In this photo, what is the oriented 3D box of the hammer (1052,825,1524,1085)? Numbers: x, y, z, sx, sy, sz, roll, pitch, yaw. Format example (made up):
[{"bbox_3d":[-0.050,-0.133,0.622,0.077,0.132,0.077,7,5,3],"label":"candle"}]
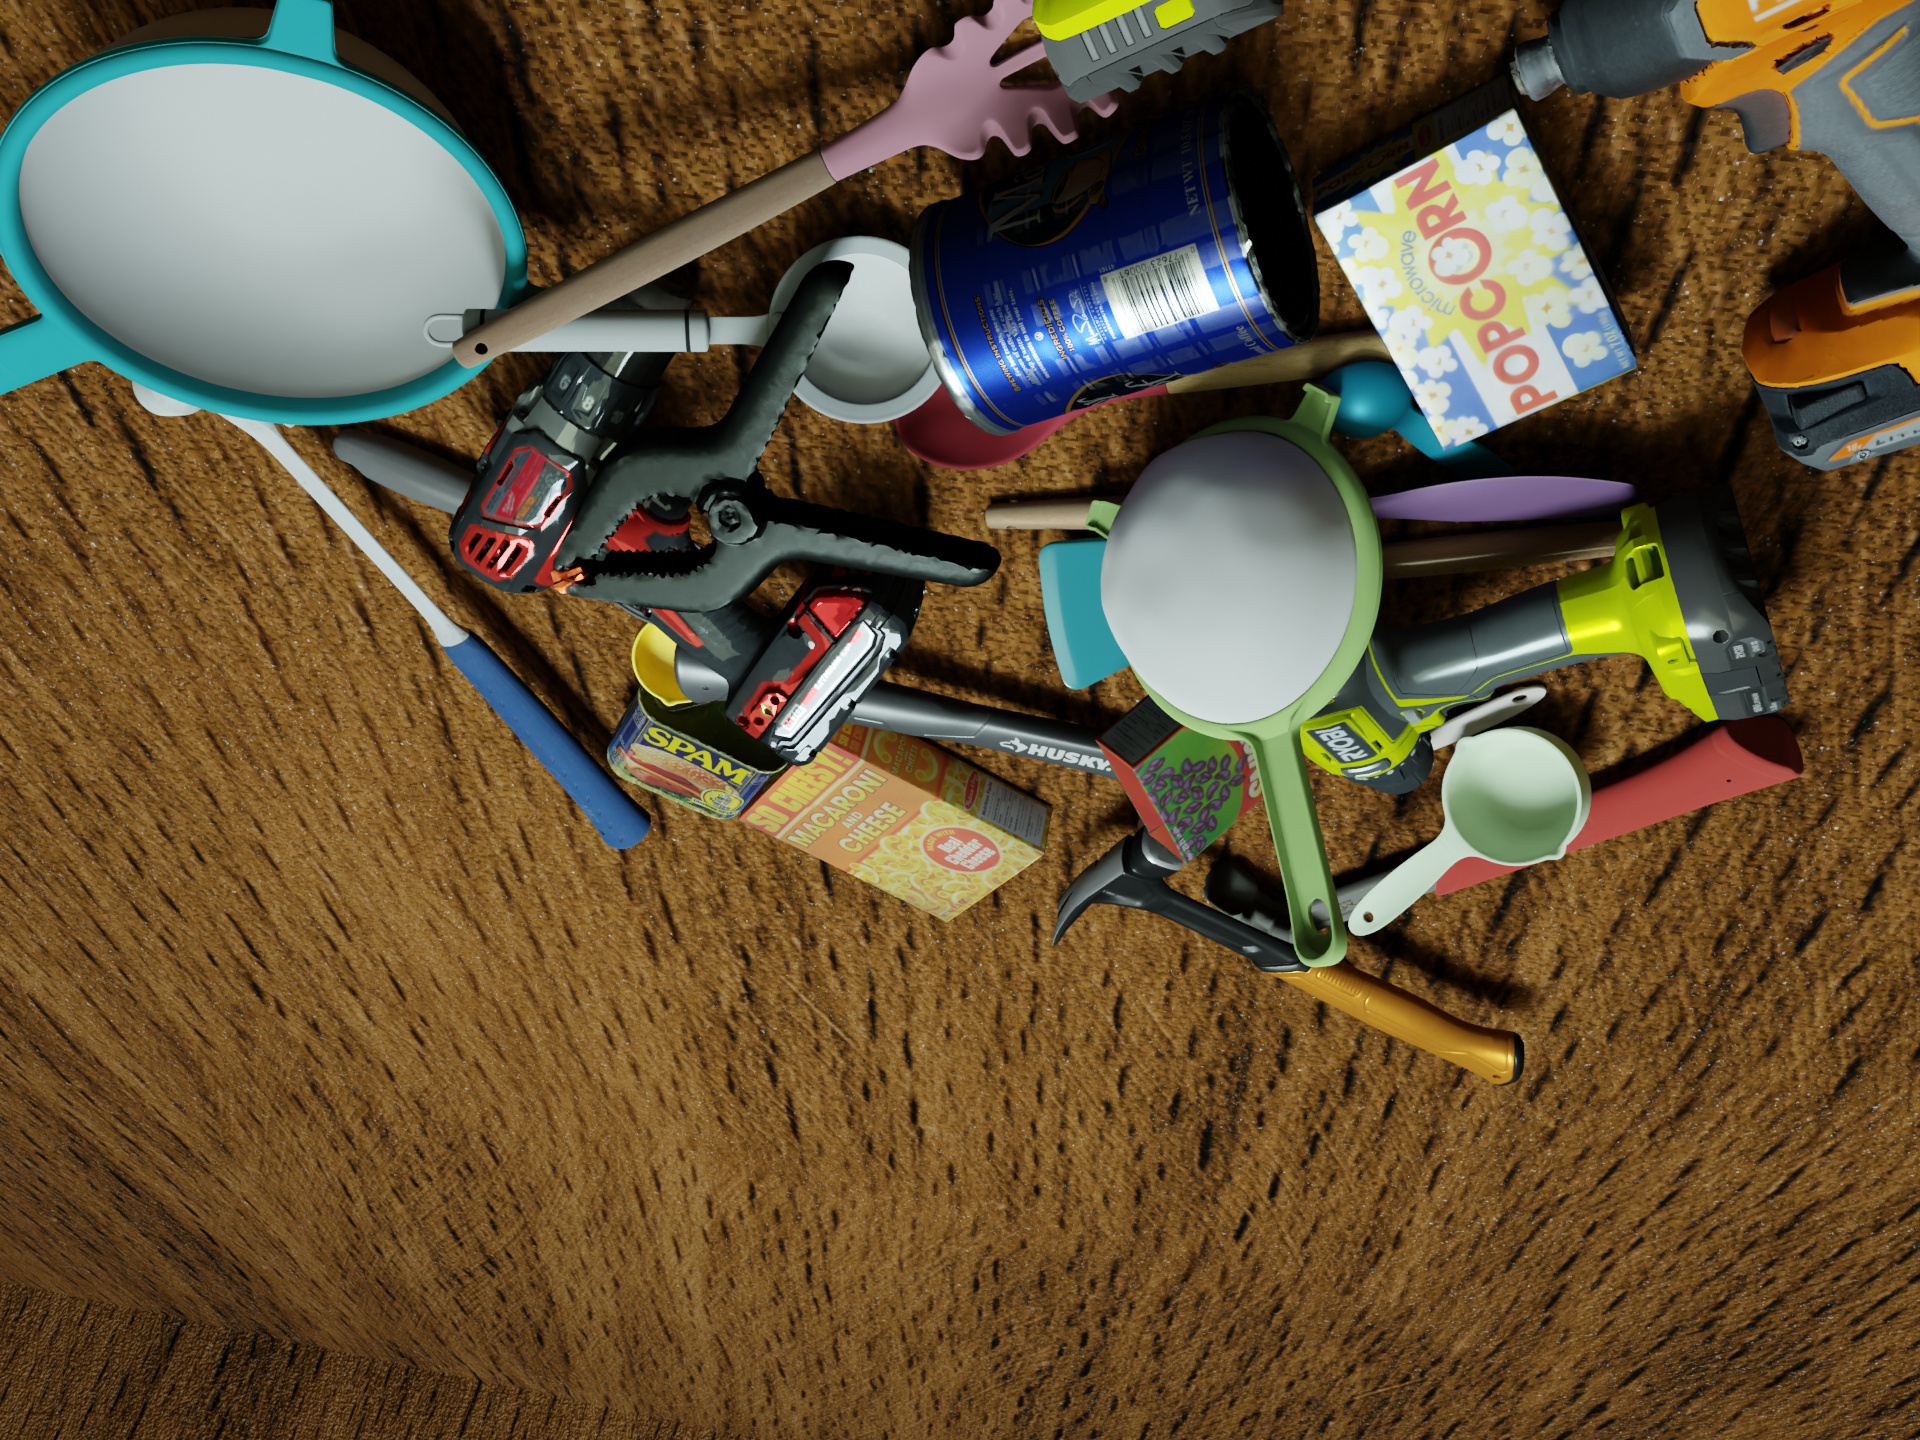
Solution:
[{"bbox_3d":[0.226,0.169,1.043,0.336,0.034,0.127,26,140,-15],"label":"hammer"}]

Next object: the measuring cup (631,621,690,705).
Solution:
[{"bbox_3d":[-0.122,-0.032,0.964,0.156,0.029,0.062,12,106,-19],"label":"measuring cup"}]

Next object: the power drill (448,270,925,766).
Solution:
[{"bbox_3d":[-0.127,-0.102,0.808,0.226,0.080,0.188,34,116,-12],"label":"power drill"}]

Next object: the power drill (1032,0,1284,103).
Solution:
[{"bbox_3d":[0.020,-0.309,0.470,0.080,0.171,0.223,-14,137,30],"label":"power drill"}]

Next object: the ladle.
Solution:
[{"bbox_3d":[0.121,-0.162,0.732,0.315,0.031,0.069,-4,134,19],"label":"ladle"}]

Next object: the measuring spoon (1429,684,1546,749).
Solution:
[{"bbox_3d":[0.272,0.003,0.901,0.124,0.018,0.034,-28,137,32],"label":"measuring spoon"}]

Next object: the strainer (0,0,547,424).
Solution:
[{"bbox_3d":[-0.360,-0.216,0.716,0.340,0.095,0.210,-17,150,13],"label":"strainer"}]

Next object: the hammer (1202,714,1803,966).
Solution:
[{"bbox_3d":[0.327,0.084,0.962,0.149,0.037,0.359,36,137,-26],"label":"hammer"}]

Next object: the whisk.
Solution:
[{"bbox_3d":[-0.238,-0.109,0.891,0.239,0.055,0.055,23,141,-5],"label":"whisk"}]

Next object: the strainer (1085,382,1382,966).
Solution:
[{"bbox_3d":[0.119,-0.016,0.710,0.069,0.256,0.151,2,162,-43],"label":"strainer"}]

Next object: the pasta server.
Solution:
[{"bbox_3d":[-0.079,-0.215,0.656,0.316,0.040,0.060,-22,120,14],"label":"pasta server"}]

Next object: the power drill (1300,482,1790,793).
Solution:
[{"bbox_3d":[0.271,-0.024,0.781,0.228,0.080,0.190,-15,153,27],"label":"power drill"}]

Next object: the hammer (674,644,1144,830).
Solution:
[{"bbox_3d":[-0.001,-0.003,0.932,0.334,0.035,0.146,12,142,-8],"label":"hammer"}]

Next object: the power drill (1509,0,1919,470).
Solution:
[{"bbox_3d":[0.314,-0.204,0.581,0.164,0.084,0.226,-17,128,34],"label":"power drill"}]

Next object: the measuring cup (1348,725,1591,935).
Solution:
[{"bbox_3d":[0.286,0.069,0.908,0.083,0.038,0.167,53,125,19],"label":"measuring cup"}]

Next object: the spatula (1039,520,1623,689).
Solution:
[{"bbox_3d":[0.200,-0.074,0.801,0.317,0.044,0.082,-5,111,20],"label":"spatula"}]

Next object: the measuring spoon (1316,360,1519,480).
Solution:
[{"bbox_3d":[0.217,-0.125,0.734,0.128,0.021,0.042,23,146,-28],"label":"measuring spoon"}]

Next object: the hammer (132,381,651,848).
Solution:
[{"bbox_3d":[-0.305,-0.056,0.945,0.144,0.035,0.405,8,145,38],"label":"hammer"}]

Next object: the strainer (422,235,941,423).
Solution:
[{"bbox_3d":[-0.112,-0.180,0.726,0.258,0.050,0.086,-2,119,-7],"label":"strainer"}]

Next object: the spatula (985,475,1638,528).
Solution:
[{"bbox_3d":[0.162,-0.106,0.784,0.316,0.018,0.059,1,169,20],"label":"spatula"}]
